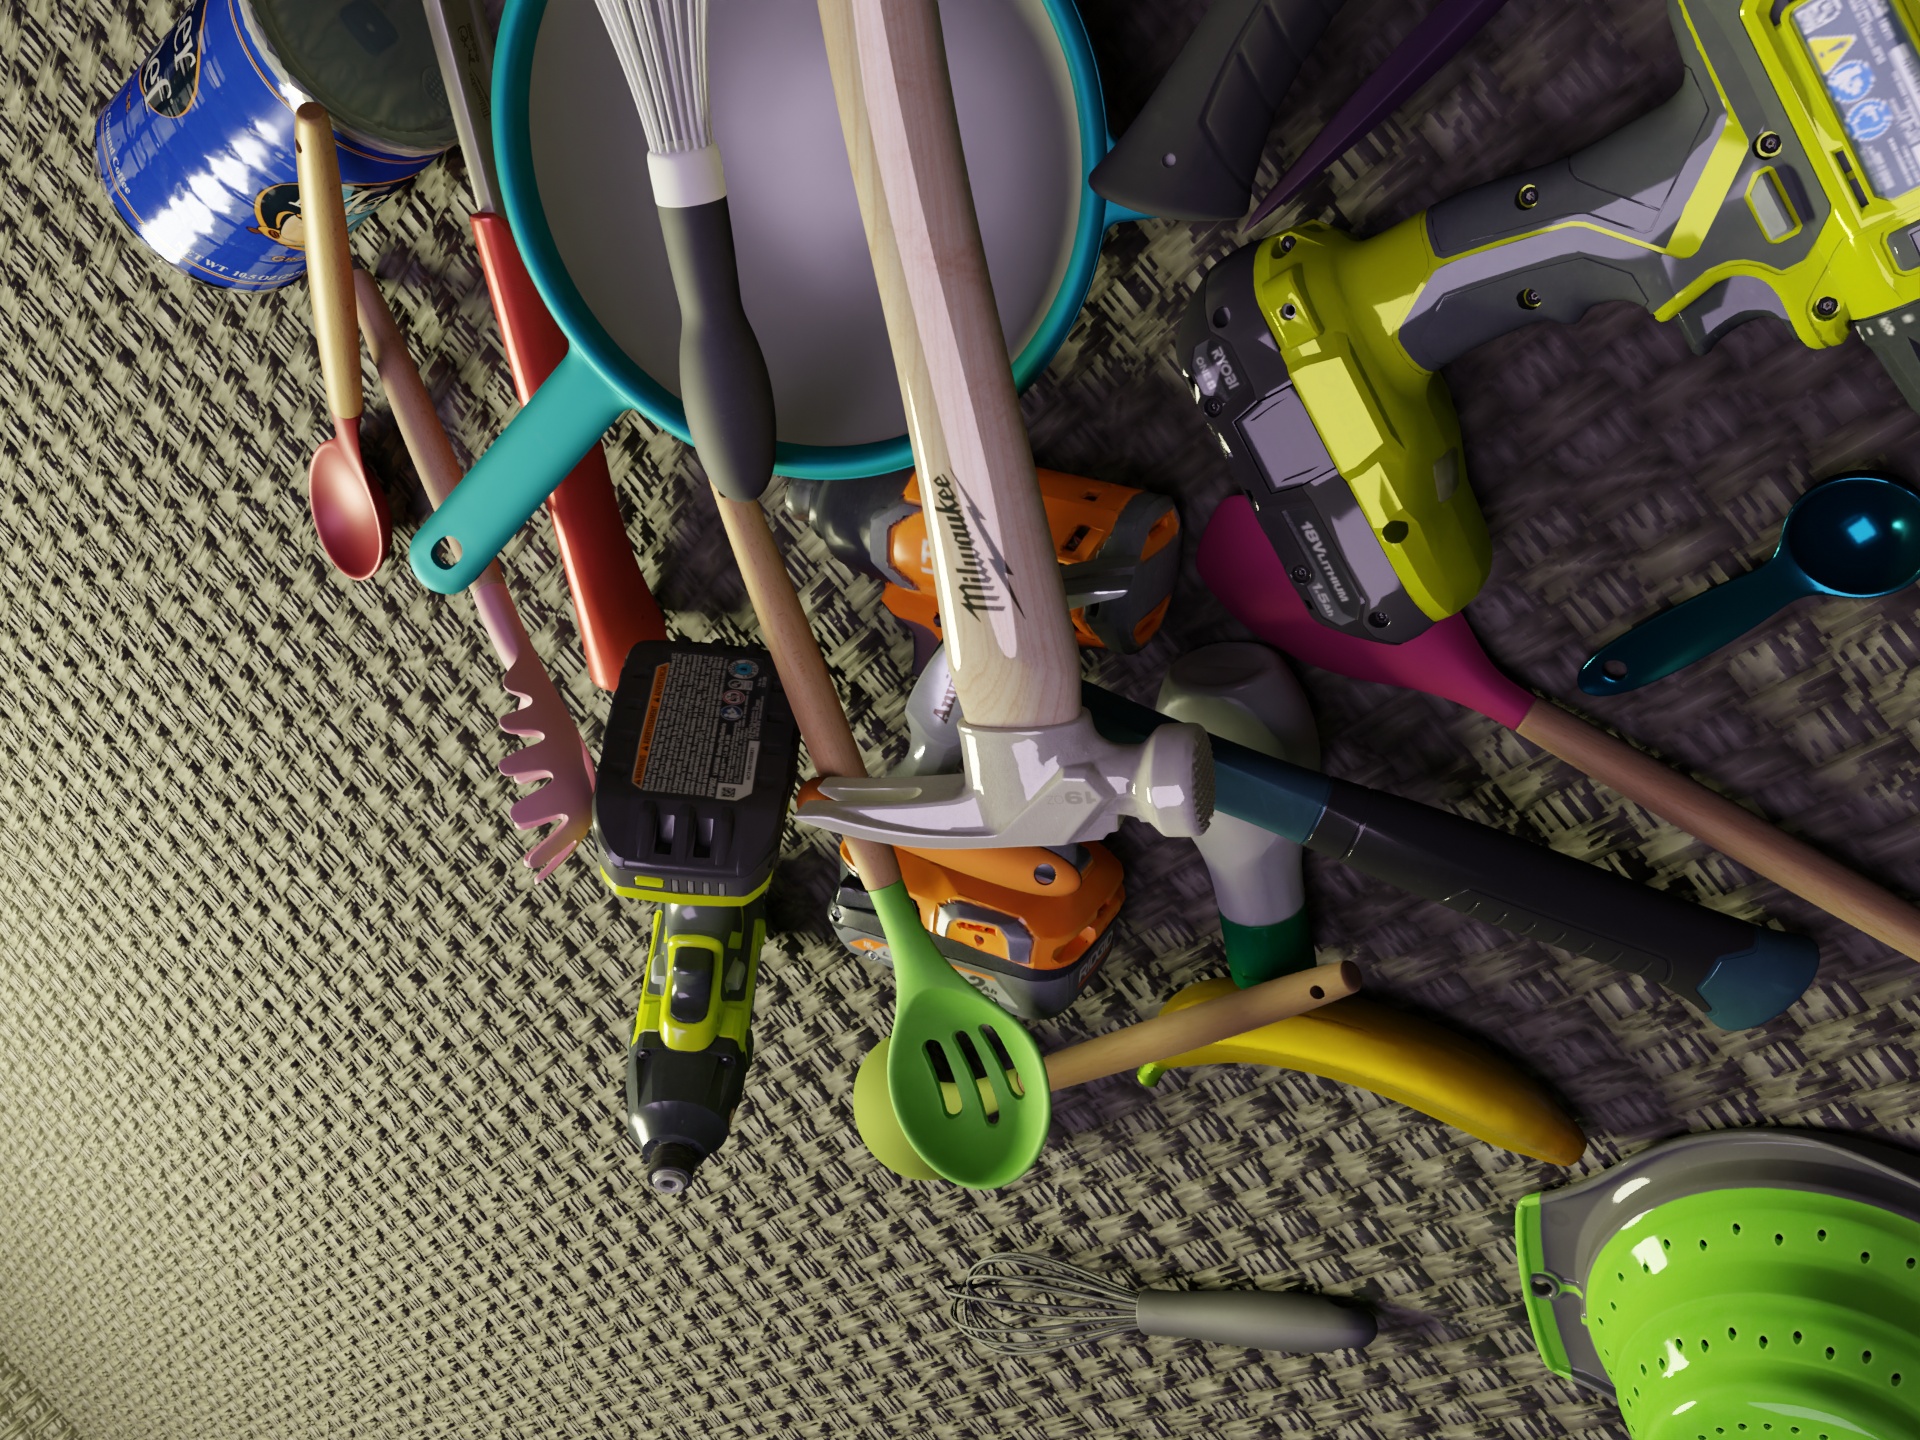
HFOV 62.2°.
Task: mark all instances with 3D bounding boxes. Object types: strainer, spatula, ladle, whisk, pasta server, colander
[{"bbox_3d":[-0.088,-0.163,0.581,0.211,0.095,0.340,46,121,-9],"label":"strainer"},{"bbox_3d":[0.188,-0.240,0.415,0.018,0.060,0.316,44,127,-8],"label":"spatula"},{"bbox_3d":[-0.280,-0.158,0.716,0.069,0.031,0.315,53,152,10],"label":"ladle"},{"bbox_3d":[-0.087,-0.198,0.478,0.070,0.070,0.284,11,125,27],"label":"whisk"},{"bbox_3d":[-0.223,-0.076,0.699,0.316,0.040,0.060,63,161,20],"label":"pasta server"},{"bbox_3d":[0.056,0.152,0.723,0.320,0.062,0.078,-30,89,43],"label":"ladle"},{"bbox_3d":[0.395,0.263,0.565,0.397,0.094,0.204,-2,117,33],"label":"colander"},{"bbox_3d":[0.095,0.302,0.814,0.239,0.055,0.055,-8,113,31],"label":"whisk"}]

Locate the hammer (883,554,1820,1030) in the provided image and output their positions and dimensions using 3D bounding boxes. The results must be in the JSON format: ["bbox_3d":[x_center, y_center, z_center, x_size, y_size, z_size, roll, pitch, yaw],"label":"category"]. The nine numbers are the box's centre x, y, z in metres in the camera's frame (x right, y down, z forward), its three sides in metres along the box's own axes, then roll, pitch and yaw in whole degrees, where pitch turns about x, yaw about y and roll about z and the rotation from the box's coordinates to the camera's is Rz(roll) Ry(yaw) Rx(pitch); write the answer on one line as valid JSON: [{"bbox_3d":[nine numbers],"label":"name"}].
[{"bbox_3d":[0.140,0.038,0.572,0.331,0.033,0.128,20,119,1],"label":"hammer"}]

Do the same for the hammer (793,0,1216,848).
[{"bbox_3d":[-0.020,-0.148,0.484,0.146,0.038,0.410,-3,112,20],"label":"hammer"}]

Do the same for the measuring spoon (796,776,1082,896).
[{"bbox_3d":[-0.009,0.047,0.617,0.117,0.011,0.021,17,99,4],"label":"measuring spoon"}]

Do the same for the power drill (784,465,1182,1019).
[{"bbox_3d":[-0.001,-0.002,0.663,0.164,0.084,0.226,17,122,23],"label":"power drill"}]

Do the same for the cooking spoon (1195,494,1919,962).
[{"bbox_3d":[0.223,0.010,0.562,0.319,0.017,0.068,32,137,13],"label":"cooking spoon"}]

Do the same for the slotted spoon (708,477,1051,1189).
[{"bbox_3d":[-0.038,0.041,0.639,0.070,0.031,0.313,-19,97,19],"label":"slotted spoon"}]

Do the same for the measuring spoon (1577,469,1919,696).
[{"bbox_3d":[0.255,-0.042,0.519,0.042,0.021,0.128,45,141,-4],"label":"measuring spoon"}]

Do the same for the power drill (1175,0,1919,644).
[{"bbox_3d":[0.197,-0.110,0.462,0.228,0.080,0.190,-25,96,38],"label":"power drill"}]

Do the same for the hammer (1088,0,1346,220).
[{"bbox_3d":[0.134,-0.271,0.393,0.146,0.035,0.334,39,119,6],"label":"hammer"}]

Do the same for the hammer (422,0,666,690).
[{"bbox_3d":[-0.178,-0.159,0.649,0.037,0.149,0.358,8,129,18],"label":"hammer"}]

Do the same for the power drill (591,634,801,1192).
[{"bbox_3d":[-0.119,0.089,0.721,0.080,0.171,0.223,5,131,-4],"label":"power drill"}]
